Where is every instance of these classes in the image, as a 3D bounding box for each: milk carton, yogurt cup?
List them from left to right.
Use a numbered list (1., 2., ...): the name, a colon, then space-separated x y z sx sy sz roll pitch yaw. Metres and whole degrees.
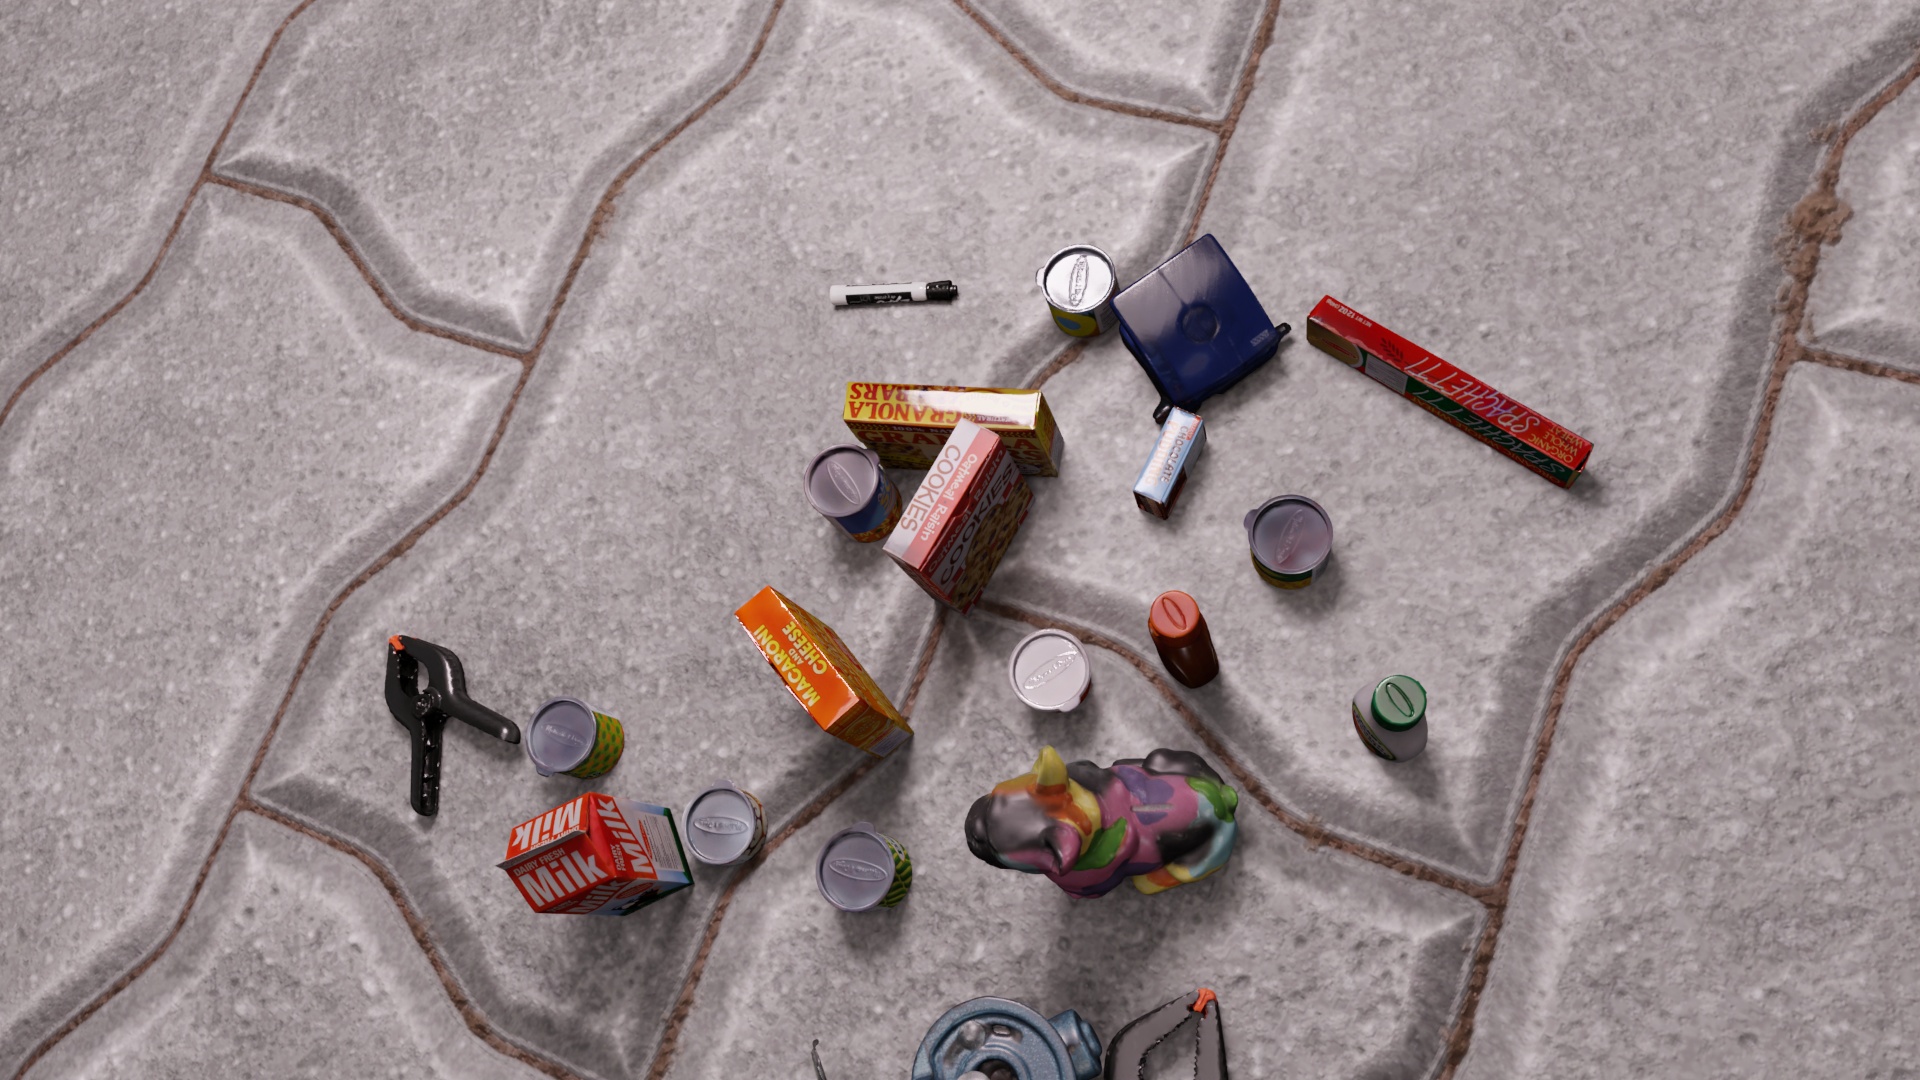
1. milk carton: -0.293 0.253 1.115 0.072 0.190 0.073 -25 70 5
2. yogurt cup: 0.077 0.111 1.146 0.072 0.054 0.072 -4 73 12

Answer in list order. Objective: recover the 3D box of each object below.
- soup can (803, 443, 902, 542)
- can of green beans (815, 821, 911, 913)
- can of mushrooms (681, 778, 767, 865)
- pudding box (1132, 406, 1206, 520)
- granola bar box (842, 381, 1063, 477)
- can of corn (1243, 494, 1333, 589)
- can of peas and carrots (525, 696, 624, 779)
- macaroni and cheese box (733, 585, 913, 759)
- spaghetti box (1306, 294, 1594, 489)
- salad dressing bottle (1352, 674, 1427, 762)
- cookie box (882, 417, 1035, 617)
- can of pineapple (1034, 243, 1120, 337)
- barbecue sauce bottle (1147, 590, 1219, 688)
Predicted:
1. soup can: -0.090 -0.041 1.214 0.071 0.083 0.071 -4 73 12
2. can of green beans: -0.078 0.269 1.132 0.071 0.057 0.071 -4 73 12
3. can of mushrooms: -0.200 0.240 1.181 0.071 0.033 0.071 -4 73 12
4. pudding box: 0.178 -0.065 1.177 0.030 0.049 0.084 24 80 18
5. granola bar box: -0.004 -0.093 1.188 0.165 0.124 0.039 4 75 14
6. can of corn: 0.266 0.001 1.133 0.071 0.058 0.071 -4 73 12
7. can of peas and carrots: -0.338 0.176 1.219 0.071 0.058 0.071 -4 73 12
8. macaroni and cheese box: -0.108 0.111 1.128 0.040 0.166 0.124 -41 70 -1
9. spaghetti box: 0.398 -0.123 1.144 0.250 0.050 0.029 35 84 20
10. salad dressing bottle: 0.322 0.129 1.034 0.044 0.147 0.064 -33 70 2
11. cookie box: 0.004 -0.014 1.139 0.040 0.167 0.123 27 82 19
12. can of pineapple: 0.107 -0.222 1.237 0.071 0.057 0.071 -4 73 12
13. barbecue sauce bottle: 0.172 0.074 1.084 0.043 0.148 0.065 -31 70 3
